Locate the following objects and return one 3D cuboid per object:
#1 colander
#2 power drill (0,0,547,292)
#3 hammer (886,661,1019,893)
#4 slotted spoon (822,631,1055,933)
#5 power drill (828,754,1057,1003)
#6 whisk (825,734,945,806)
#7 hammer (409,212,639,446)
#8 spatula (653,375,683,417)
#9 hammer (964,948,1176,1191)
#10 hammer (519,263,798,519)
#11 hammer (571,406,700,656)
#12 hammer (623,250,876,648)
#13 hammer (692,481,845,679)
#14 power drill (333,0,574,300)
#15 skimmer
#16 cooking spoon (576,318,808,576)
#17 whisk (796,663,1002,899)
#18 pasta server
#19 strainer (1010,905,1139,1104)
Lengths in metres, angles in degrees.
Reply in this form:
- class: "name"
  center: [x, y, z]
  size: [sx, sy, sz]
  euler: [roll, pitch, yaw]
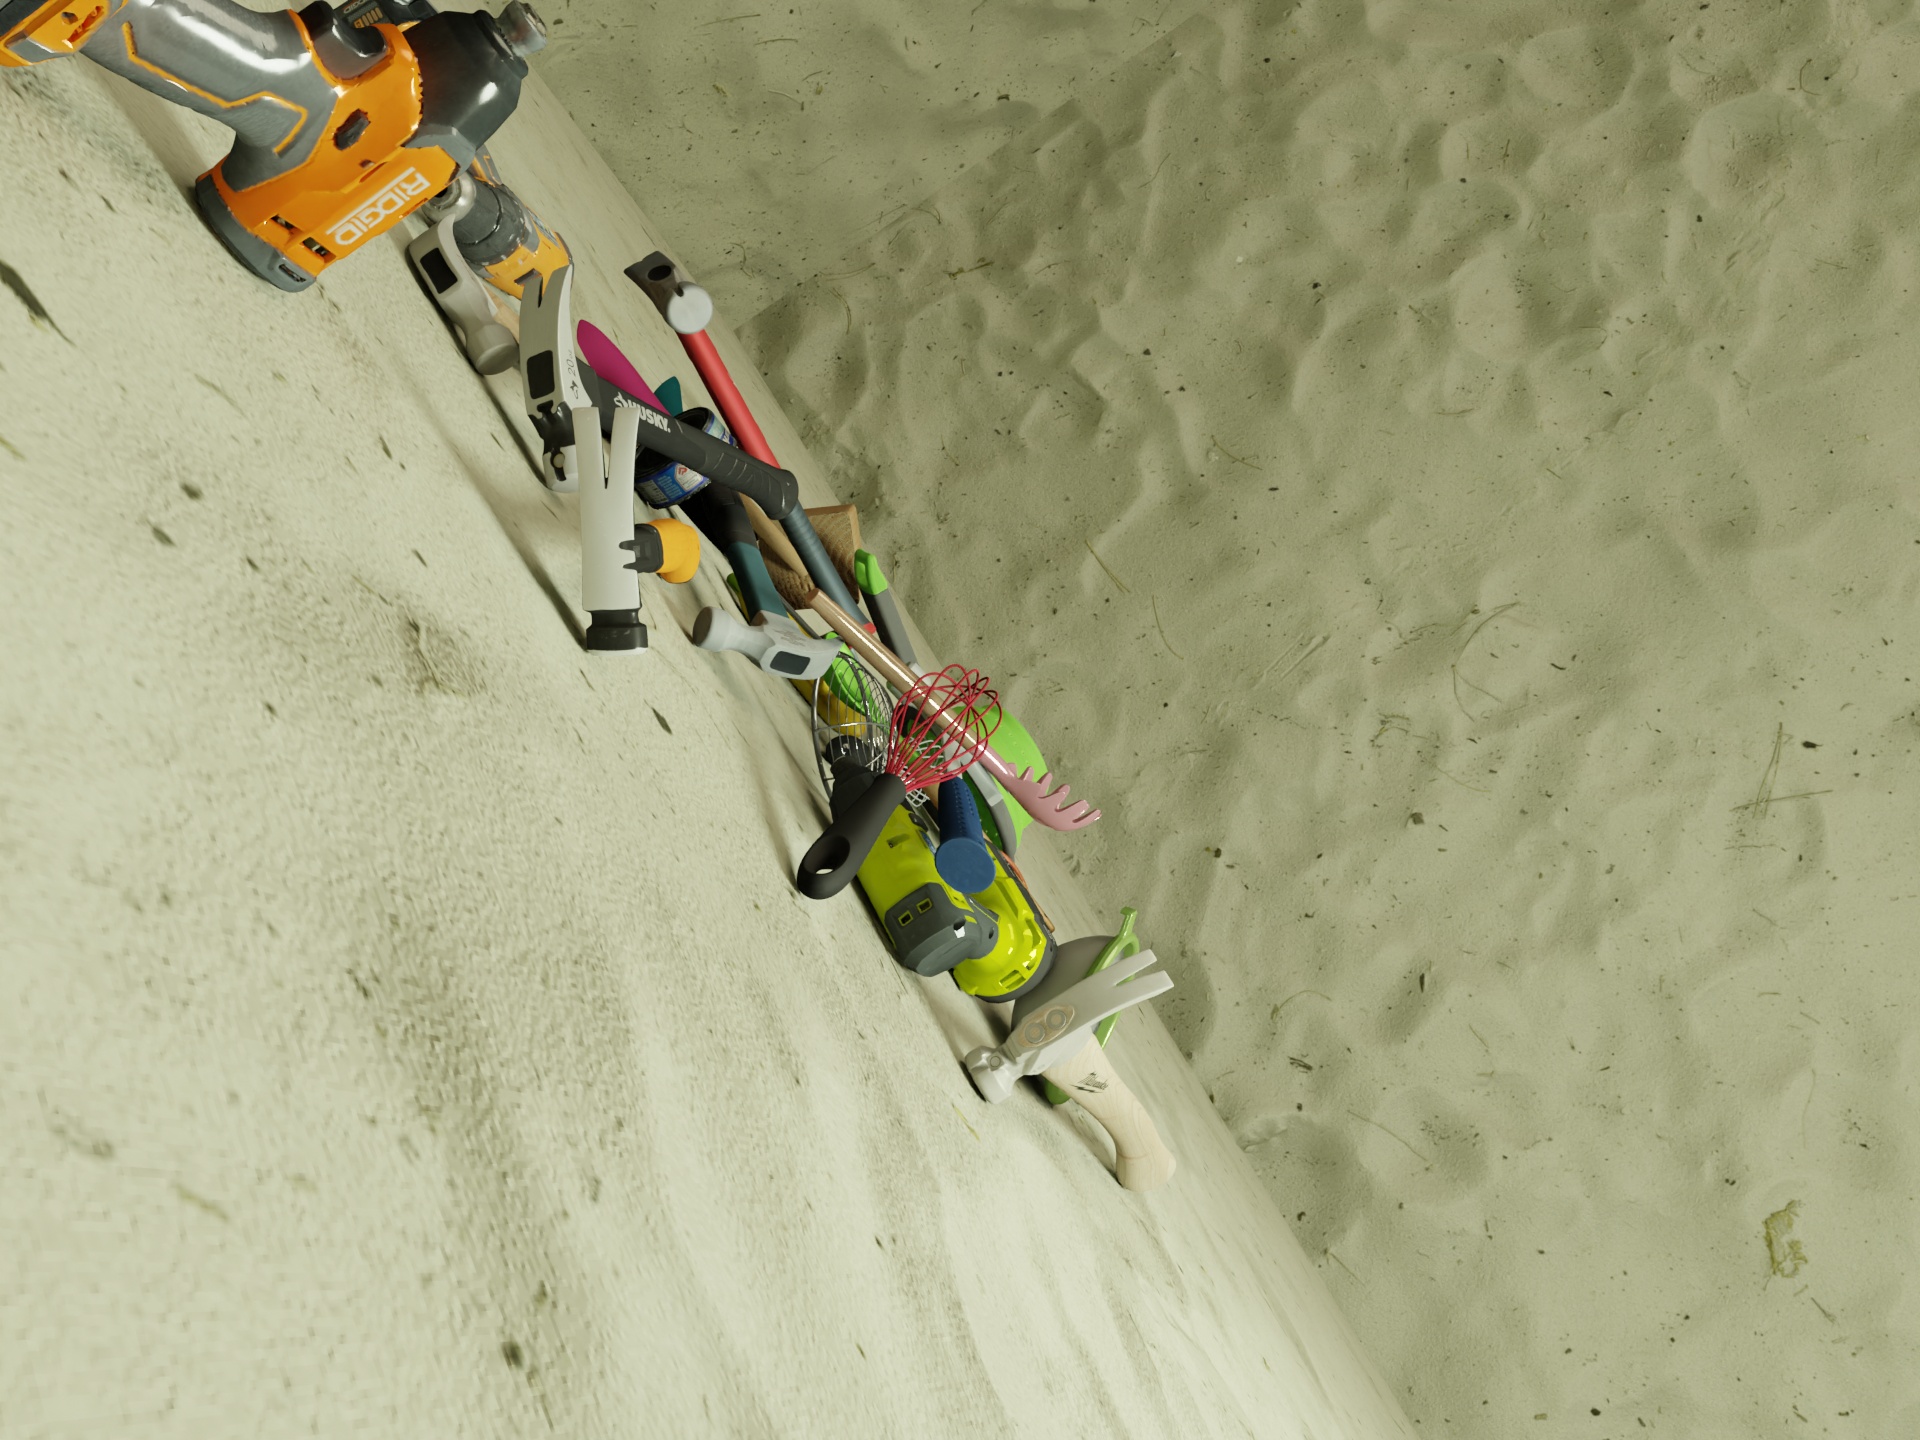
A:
- class: "colander"
  center: [-0.002, -0.013, 1.566]
  size: [0.205, 0.094, 0.396]
  euler: [32, -31, 52]
- class: "power drill"
  center: [-0.268, -0.272, 0.609]
  size: [0.084, 0.164, 0.226]
  euler: [58, 6, 18]
- class: "hammer"
  center: [0.000, 0.052, 1.213]
  size: [0.144, 0.035, 0.406]
  euler: [48, 7, -11]
- class: "slotted spoon"
  center: [-0.024, 0.055, 1.326]
  size: [0.314, 0.031, 0.070]
  euler: [51, 12, 10]
- class: "power drill"
  center: [-0.017, 0.121, 1.182]
  size: [0.171, 0.080, 0.223]
  euler: [59, 7, 28]
- class: "whisk"
  center: [-0.067, 0.039, 1.418]
  size: [0.070, 0.070, 0.284]
  euler: [58, 9, 13]
- class: "hammer"
  center: [-0.296, -0.258, 1.135]
  size: [0.130, 0.031, 0.331]
  euler: [58, 4, 10]
- class: "spatula"
  center: [-0.199, -0.161, 1.454]
  size: [0.317, 0.044, 0.082]
  euler: [57, 21, -19]
- class: "hammer"
  center: [0.124, 0.289, 1.216]
  size: [0.038, 0.146, 0.410]
  euler: [58, -1, 33]
- class: "hammer"
  center: [-0.198, -0.200, 1.113]
  size: [0.334, 0.035, 0.146]
  euler: [13, 63, -70]
- class: "hammer"
  center: [-0.189, -0.113, 0.967]
  size: [0.337, 0.034, 0.127]
  euler: [-123, -148, -83]
- class: "hammer"
  center: [-0.170, -0.217, 1.356]
  size: [0.143, 0.038, 0.385]
  euler: [48, -12, 51]
- class: "hammer"
  center: [-0.171, -0.136, 1.226]
  size: [0.128, 0.033, 0.331]
  euler: [19, 27, -32]
- class: "power drill"
  center: [-0.377, -0.423, 1.159]
  size: [0.226, 0.084, 0.185]
  euler: [61, 6, 4]
- class: "skimmer"
  center: [-0.167, -0.077, 1.276]
  size: [0.364, 0.090, 0.127]
  euler: [47, 1, 24]
- class: "cooking spoon"
  center: [-0.226, -0.227, 1.383]
  size: [0.318, 0.017, 0.069]
  euler: [48, 25, -41]
- class: "whisk"
  center: [-0.039, 0.036, 1.044]
  size: [0.073, 0.073, 0.296]
  euler: [56, 30, -11]
- class: "pasta server"
  center: [-0.002, -0.004, 1.202]
  size: [0.316, 0.040, 0.060]
  euler: [43, -2, -32]
- class: "strainer"
  center: [0.087, 0.259, 1.334]
  size: [0.069, 0.151, 0.256]
  euler: [24, -29, 19]
